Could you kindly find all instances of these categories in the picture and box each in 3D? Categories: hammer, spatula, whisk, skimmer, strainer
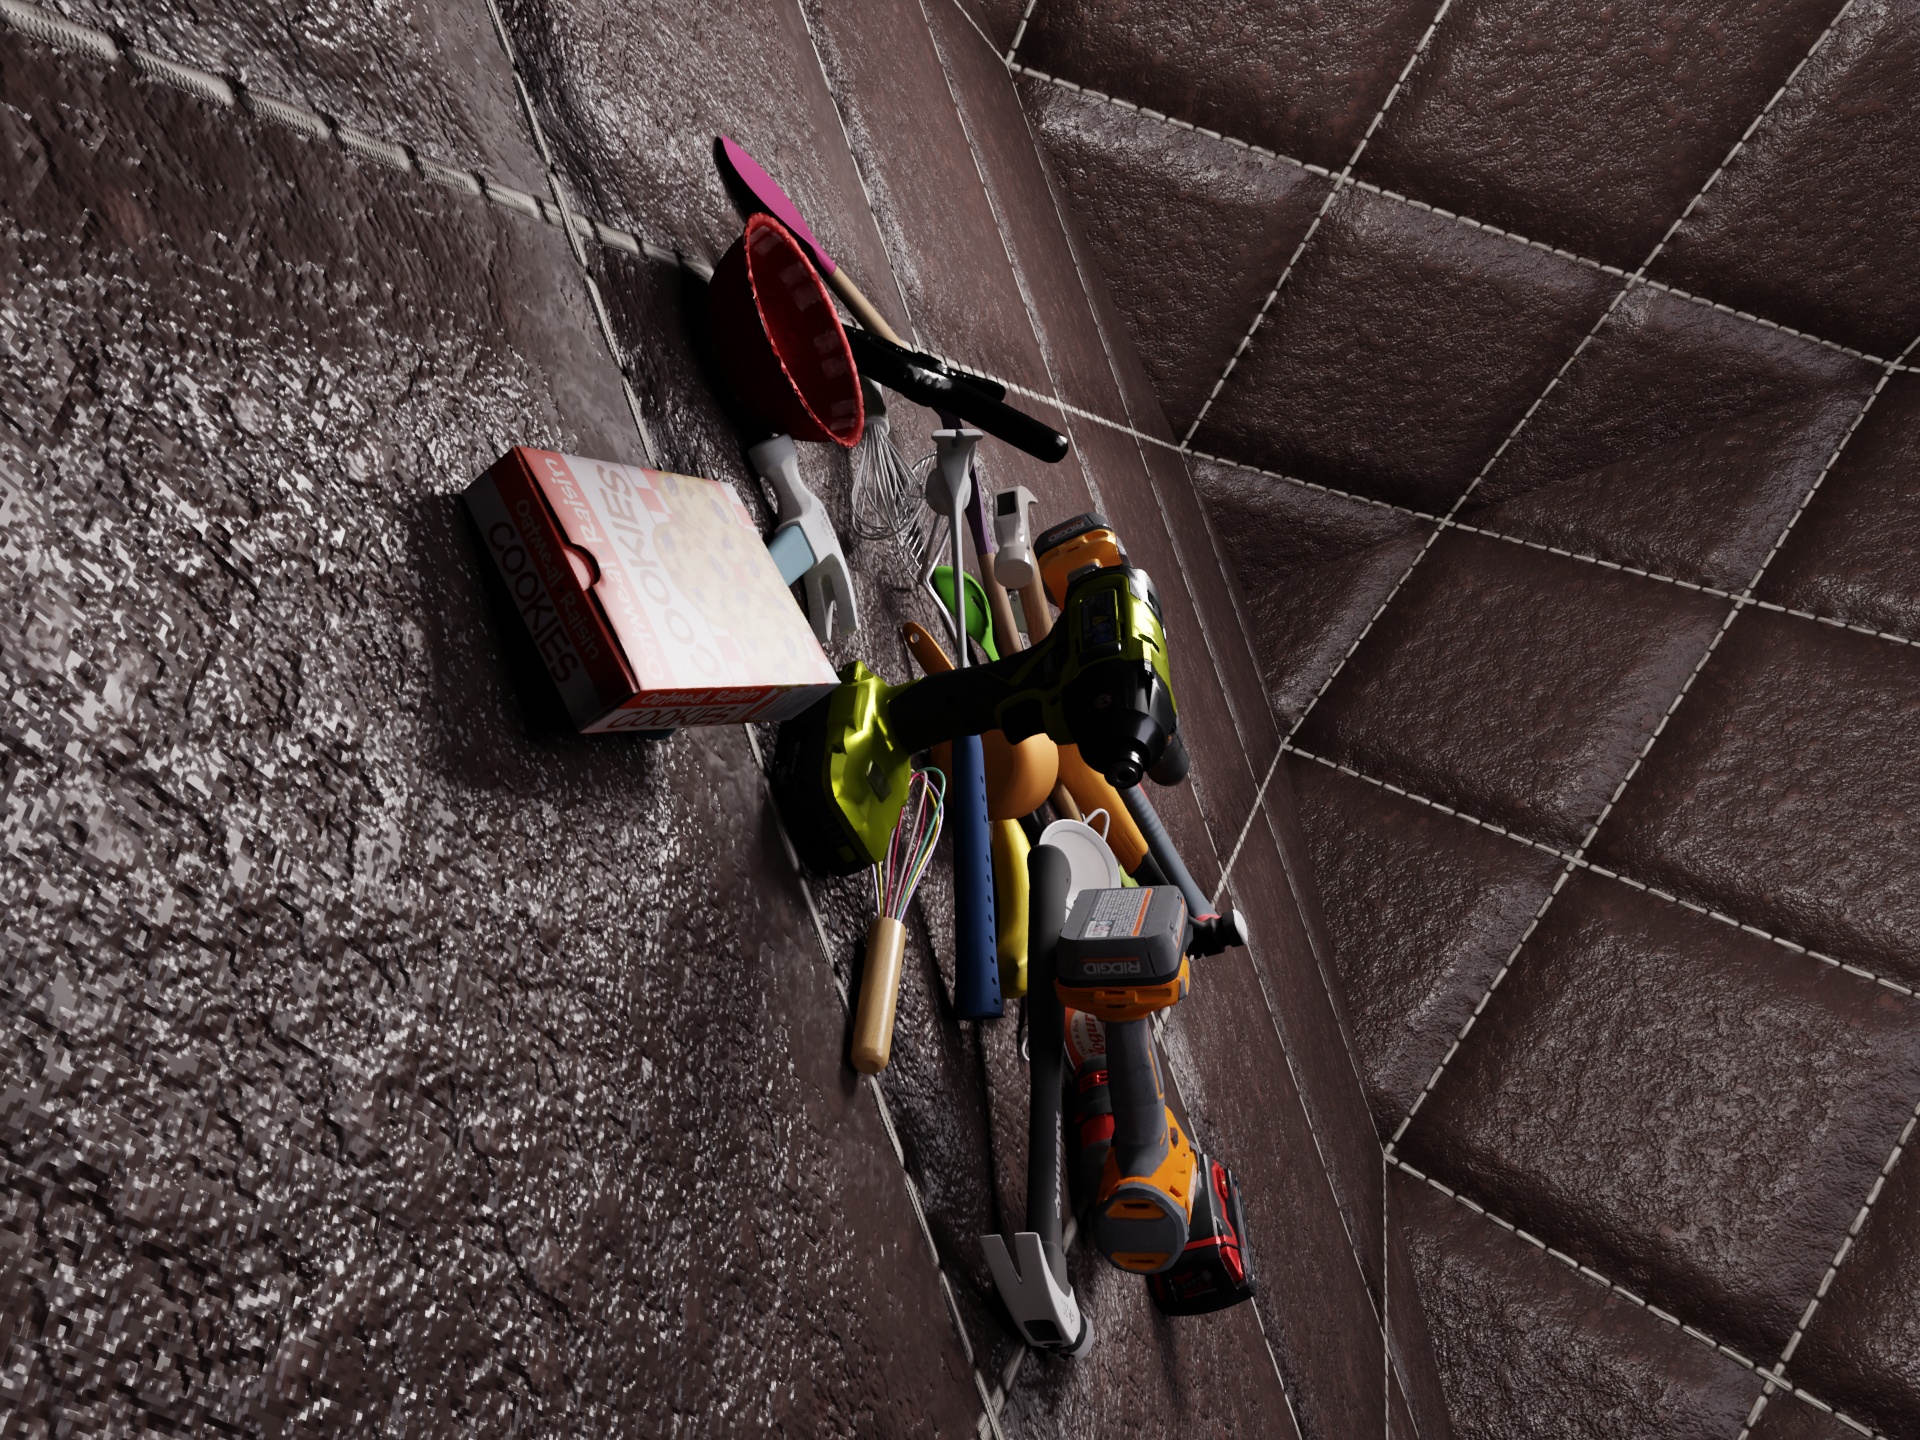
[{"bbox_3d":[0.146,0.037,1.523,0.386,0.038,0.143,60,10,-10],"label":"hammer"},{"bbox_3d":[0.054,0.229,1.042,0.146,0.035,0.335,63,24,-49],"label":"hammer"},{"bbox_3d":[0.029,-0.115,1.337,0.060,0.018,0.316,177,-103,-75],"label":"spatula"},{"bbox_3d":[0.002,-0.004,1.076,0.144,0.035,0.406,102,-14,-76],"label":"hammer"},{"bbox_3d":[-0.066,-0.221,1.228,0.057,0.059,0.247,54,18,-44],"label":"whisk"},{"bbox_3d":[0.035,-0.049,1.282,0.127,0.090,0.363,-62,132,-74],"label":"skimmer"},{"bbox_3d":[-0.038,0.111,0.957,0.245,0.051,0.047,-84,156,-50],"label":"whisk"},{"bbox_3d":[0.072,-0.060,1.335,0.331,0.031,0.130,71,13,-47],"label":"hammer"},{"bbox_3d":[0.137,0.109,1.383,0.034,0.127,0.336,-89,154,-45],"label":"hammer"},{"bbox_3d":[0.075,0.165,1.237,0.086,0.050,0.259,39,38,-15],"label":"strainer"},{"bbox_3d":[-0.122,-0.069,0.895,0.331,0.033,0.128,-66,134,-67],"label":"hammer"}]

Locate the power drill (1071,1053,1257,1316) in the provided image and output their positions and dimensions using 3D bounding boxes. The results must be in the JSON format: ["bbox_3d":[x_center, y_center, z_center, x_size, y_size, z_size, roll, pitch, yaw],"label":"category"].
[{"bbox_3d":[0.152,0.370,1.234,0.219,0.078,0.143,54,23,-39],"label":"power drill"}]

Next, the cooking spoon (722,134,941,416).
[{"bbox_3d":[-0.091,-0.341,1.270,0.318,0.017,0.069,43,21,-43],"label":"cooking spoon"}]

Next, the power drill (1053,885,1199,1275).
[{"bbox_3d":[0.120,0.231,1.074,0.164,0.084,0.226,-44,129,-73],"label":"power drill"}]

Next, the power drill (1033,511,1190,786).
[{"bbox_3d":[0.147,-0.059,1.459,0.185,0.084,0.226,56,14,-45],"label":"power drill"}]

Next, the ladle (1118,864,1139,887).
[{"bbox_3d":[0.145,0.133,1.508,0.320,0.062,0.078,31,35,-62],"label":"ladle"}]

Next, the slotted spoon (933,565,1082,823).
[{"bbox_3d":[0.052,-0.010,1.414,0.070,0.031,0.313,-88,155,-55],"label":"slotted spoon"}]

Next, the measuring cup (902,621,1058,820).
[{"bbox_3d":[-0.002,-0.004,1.165,0.174,0.095,0.052,55,20,13],"label":"measuring cup"}]

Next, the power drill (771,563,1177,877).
[{"bbox_3d":[0.012,0.004,0.906,0.171,0.223,0.080,-86,152,-54],"label":"power drill"}]
